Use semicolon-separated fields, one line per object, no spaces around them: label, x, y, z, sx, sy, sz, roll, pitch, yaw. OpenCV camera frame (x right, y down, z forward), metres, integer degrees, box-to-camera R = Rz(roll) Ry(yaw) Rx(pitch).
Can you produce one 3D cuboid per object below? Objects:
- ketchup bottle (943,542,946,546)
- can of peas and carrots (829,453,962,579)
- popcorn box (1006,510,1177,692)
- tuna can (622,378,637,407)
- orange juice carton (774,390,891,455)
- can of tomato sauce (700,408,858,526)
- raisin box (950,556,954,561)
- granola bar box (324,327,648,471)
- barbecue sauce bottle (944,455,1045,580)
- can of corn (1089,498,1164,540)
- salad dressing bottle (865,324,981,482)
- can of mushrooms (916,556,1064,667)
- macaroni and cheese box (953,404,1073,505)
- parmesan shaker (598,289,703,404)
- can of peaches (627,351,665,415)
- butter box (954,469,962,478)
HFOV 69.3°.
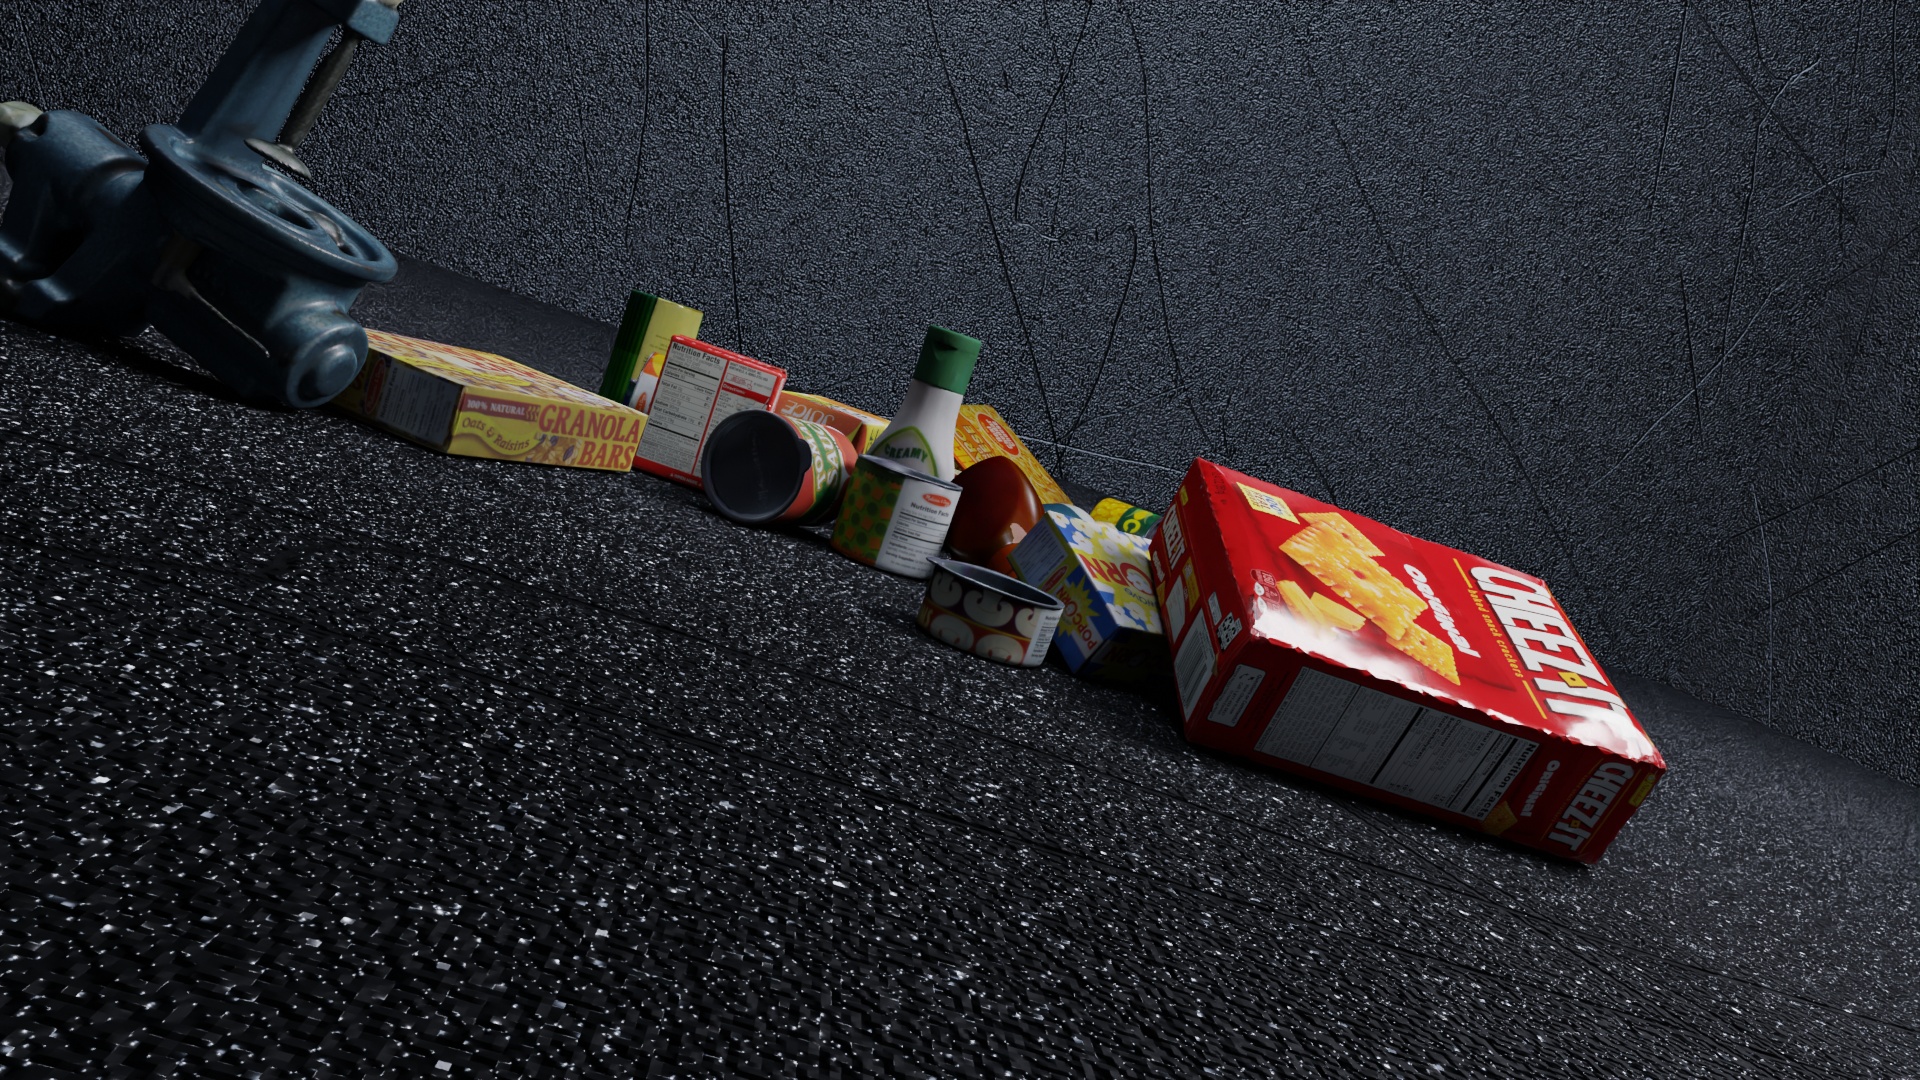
ketchup bottle;0.004;-0.013;1.027;0.149;0.043;0.065;22;7;32
can of peas and carrots;-0.040;-0.015;0.833;0.071;0.058;0.071;19;5;-2
popcorn box;0.095;0.036;0.739;0.127;0.038;0.085;14;35;-41
tuna can;-0.248;-0.109;1.153;0.071;0.032;0.071;19;6;-2
orange juice carton;-0.102;-0.062;0.990;0.072;0.073;0.193;20;6;7
can of tomato sauce;-0.104;-0.042;0.830;0.071;0.071;0.083;21;6;18
raisin box;0.064;0.024;0.900;0.086;0.040;0.123;13;8;-40
granola bar box;-0.273;-0.079;0.773;0.124;0.039;0.166;22;7;19
barbecue sauce bottle;0.025;0.002;0.822;0.043;0.065;0.149;48;8;-26
can of corn;0.145;0.002;1.227;0.058;0.071;0.071;21;6;29
salad dressing bottle;-0.027;-0.067;0.916;0.064;0.147;0.044;20;5;13
can of mushrooms;0.012;0.034;0.673;0.071;0.033;0.071;19;7;-2
macaroni and cheese box;0.019;-0.059;1.192;0.124;0.040;0.167;51;22;12
parmesan shaker;-0.268;-0.160;1.211;0.071;0.103;0.071;19;5;-2
can of peaches;-0.208;-0.099;1.023;0.058;0.071;0.071;19;6;-4
butter box;-0.005;-0.028;1.094;0.103;0.053;0.024;20;8;14
